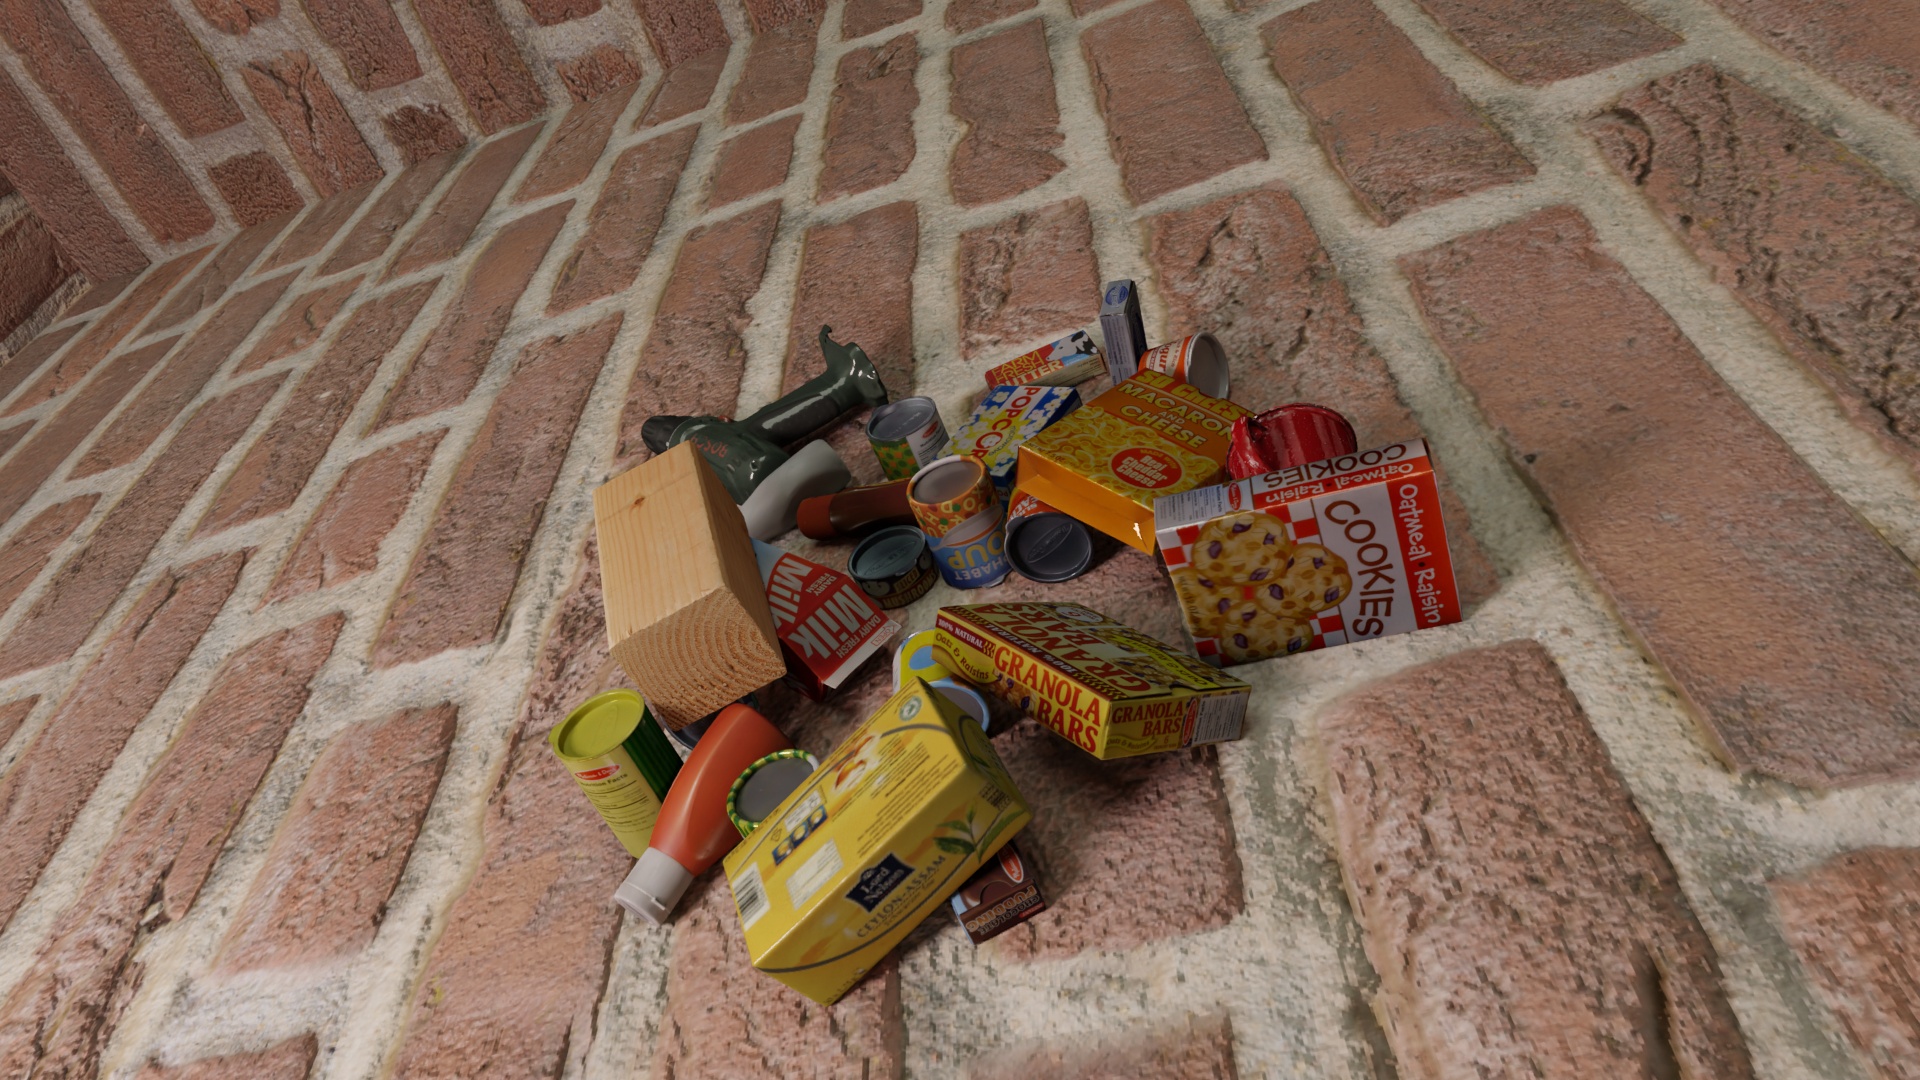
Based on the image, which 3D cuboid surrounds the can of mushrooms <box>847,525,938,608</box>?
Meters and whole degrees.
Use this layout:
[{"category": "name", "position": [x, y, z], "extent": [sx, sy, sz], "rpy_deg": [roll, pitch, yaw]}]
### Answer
[{"category": "can of mushrooms", "position": [-0.052, 0.022, 1.098], "extent": [0.071, 0.033, 0.071], "rpy_deg": [-16, 34, 11]}]

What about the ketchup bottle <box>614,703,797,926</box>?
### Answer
[{"category": "ketchup bottle", "position": [-0.171, 0.184, 0.925], "extent": [0.043, 0.064, 0.149], "rpy_deg": [-4, 44, 49]}]

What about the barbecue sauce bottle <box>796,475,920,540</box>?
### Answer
[{"category": "barbecue sauce bottle", "position": [-0.069, -0.026, 1.155], "extent": [0.148, 0.043, 0.065], "rpy_deg": [-8, -8, 34]}]

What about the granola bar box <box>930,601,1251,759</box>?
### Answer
[{"category": "granola bar box", "position": [0.079, 0.082, 0.873], "extent": [0.124, 0.039, 0.166], "rpy_deg": [0, 16, -39]}]

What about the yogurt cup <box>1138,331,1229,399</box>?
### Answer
[{"category": "yogurt cup", "position": [0.183, -0.135, 1.147], "extent": [0.054, 0.072, 0.073], "rpy_deg": [-5, 37, 39]}]

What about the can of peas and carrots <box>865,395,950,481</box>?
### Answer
[{"category": "can of peas and carrots", "position": [-0.044, -0.085, 1.217], "extent": [0.071, 0.058, 0.071], "rpy_deg": [-16, 34, 11]}]

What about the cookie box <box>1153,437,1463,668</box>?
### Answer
[{"category": "cookie box", "position": [0.219, 0.011, 0.869], "extent": [0.167, 0.122, 0.040], "rpy_deg": [-13, 36, 16]}]

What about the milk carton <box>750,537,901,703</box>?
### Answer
[{"category": "milk carton", "position": [-0.129, 0.061, 1.054], "extent": [0.191, 0.073, 0.072], "rpy_deg": [19, 54, 45]}]

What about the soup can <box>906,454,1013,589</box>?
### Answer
[{"category": "soup can", "position": [0.004, -0.013, 1.068], "extent": [0.071, 0.083, 0.072], "rpy_deg": [-16, 35, 11]}]

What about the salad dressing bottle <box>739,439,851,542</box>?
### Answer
[{"category": "salad dressing bottle", "position": [-0.166, -0.027, 1.214], "extent": [0.148, 0.064, 0.044], "rpy_deg": [-39, 70, -9]}]

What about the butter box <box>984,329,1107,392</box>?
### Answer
[{"category": "butter box", "position": [0.077, -0.154, 1.270], "extent": [0.103, 0.024, 0.053], "rpy_deg": [-23, 34, 1]}]

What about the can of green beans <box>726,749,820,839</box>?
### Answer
[{"category": "can of green beans", "position": [-0.110, 0.178, 0.896], "extent": [0.071, 0.057, 0.071], "rpy_deg": [-16, 34, 12]}]

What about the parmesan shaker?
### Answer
[{"category": "parmesan shaker", "position": [-0.225, 0.161, 0.949], "extent": [0.071, 0.102, 0.072], "rpy_deg": [-16, 34, 11]}]

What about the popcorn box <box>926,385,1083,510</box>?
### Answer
[{"category": "popcorn box", "position": [0.040, -0.081, 1.180], "extent": [0.085, 0.038, 0.127], "rpy_deg": [7, 45, 37]}]

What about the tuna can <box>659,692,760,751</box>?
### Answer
[{"category": "tuna can", "position": [-0.183, 0.122, 1.006], "extent": [0.071, 0.070, 0.033], "rpy_deg": [-4, 37, 28]}]

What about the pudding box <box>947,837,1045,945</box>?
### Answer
[{"category": "pudding box", "position": [0.012, 0.194, 0.826], "extent": [0.050, 0.030, 0.084], "rpy_deg": [-26, 34, -5]}]

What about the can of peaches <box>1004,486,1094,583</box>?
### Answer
[{"category": "can of peaches", "position": [0.066, -0.012, 1.041], "extent": [0.071, 0.071, 0.058], "rpy_deg": [-13, 34, 16]}]

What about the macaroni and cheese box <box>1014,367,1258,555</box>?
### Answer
[{"category": "macaroni and cheese box", "position": [0.140, -0.064, 1.030], "extent": [0.124, 0.040, 0.167], "rpy_deg": [29, 43, 29]}]

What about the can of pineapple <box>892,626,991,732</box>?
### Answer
[{"category": "can of pineapple", "position": [-0.011, 0.101, 0.936], "extent": [0.071, 0.070, 0.058], "rpy_deg": [-17, 35, 10]}]

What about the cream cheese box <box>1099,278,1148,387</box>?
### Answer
[{"category": "cream cheese box", "position": [0.140, -0.162, 1.172], "extent": [0.024, 0.103, 0.054], "rpy_deg": [-2, 40, 19]}]
